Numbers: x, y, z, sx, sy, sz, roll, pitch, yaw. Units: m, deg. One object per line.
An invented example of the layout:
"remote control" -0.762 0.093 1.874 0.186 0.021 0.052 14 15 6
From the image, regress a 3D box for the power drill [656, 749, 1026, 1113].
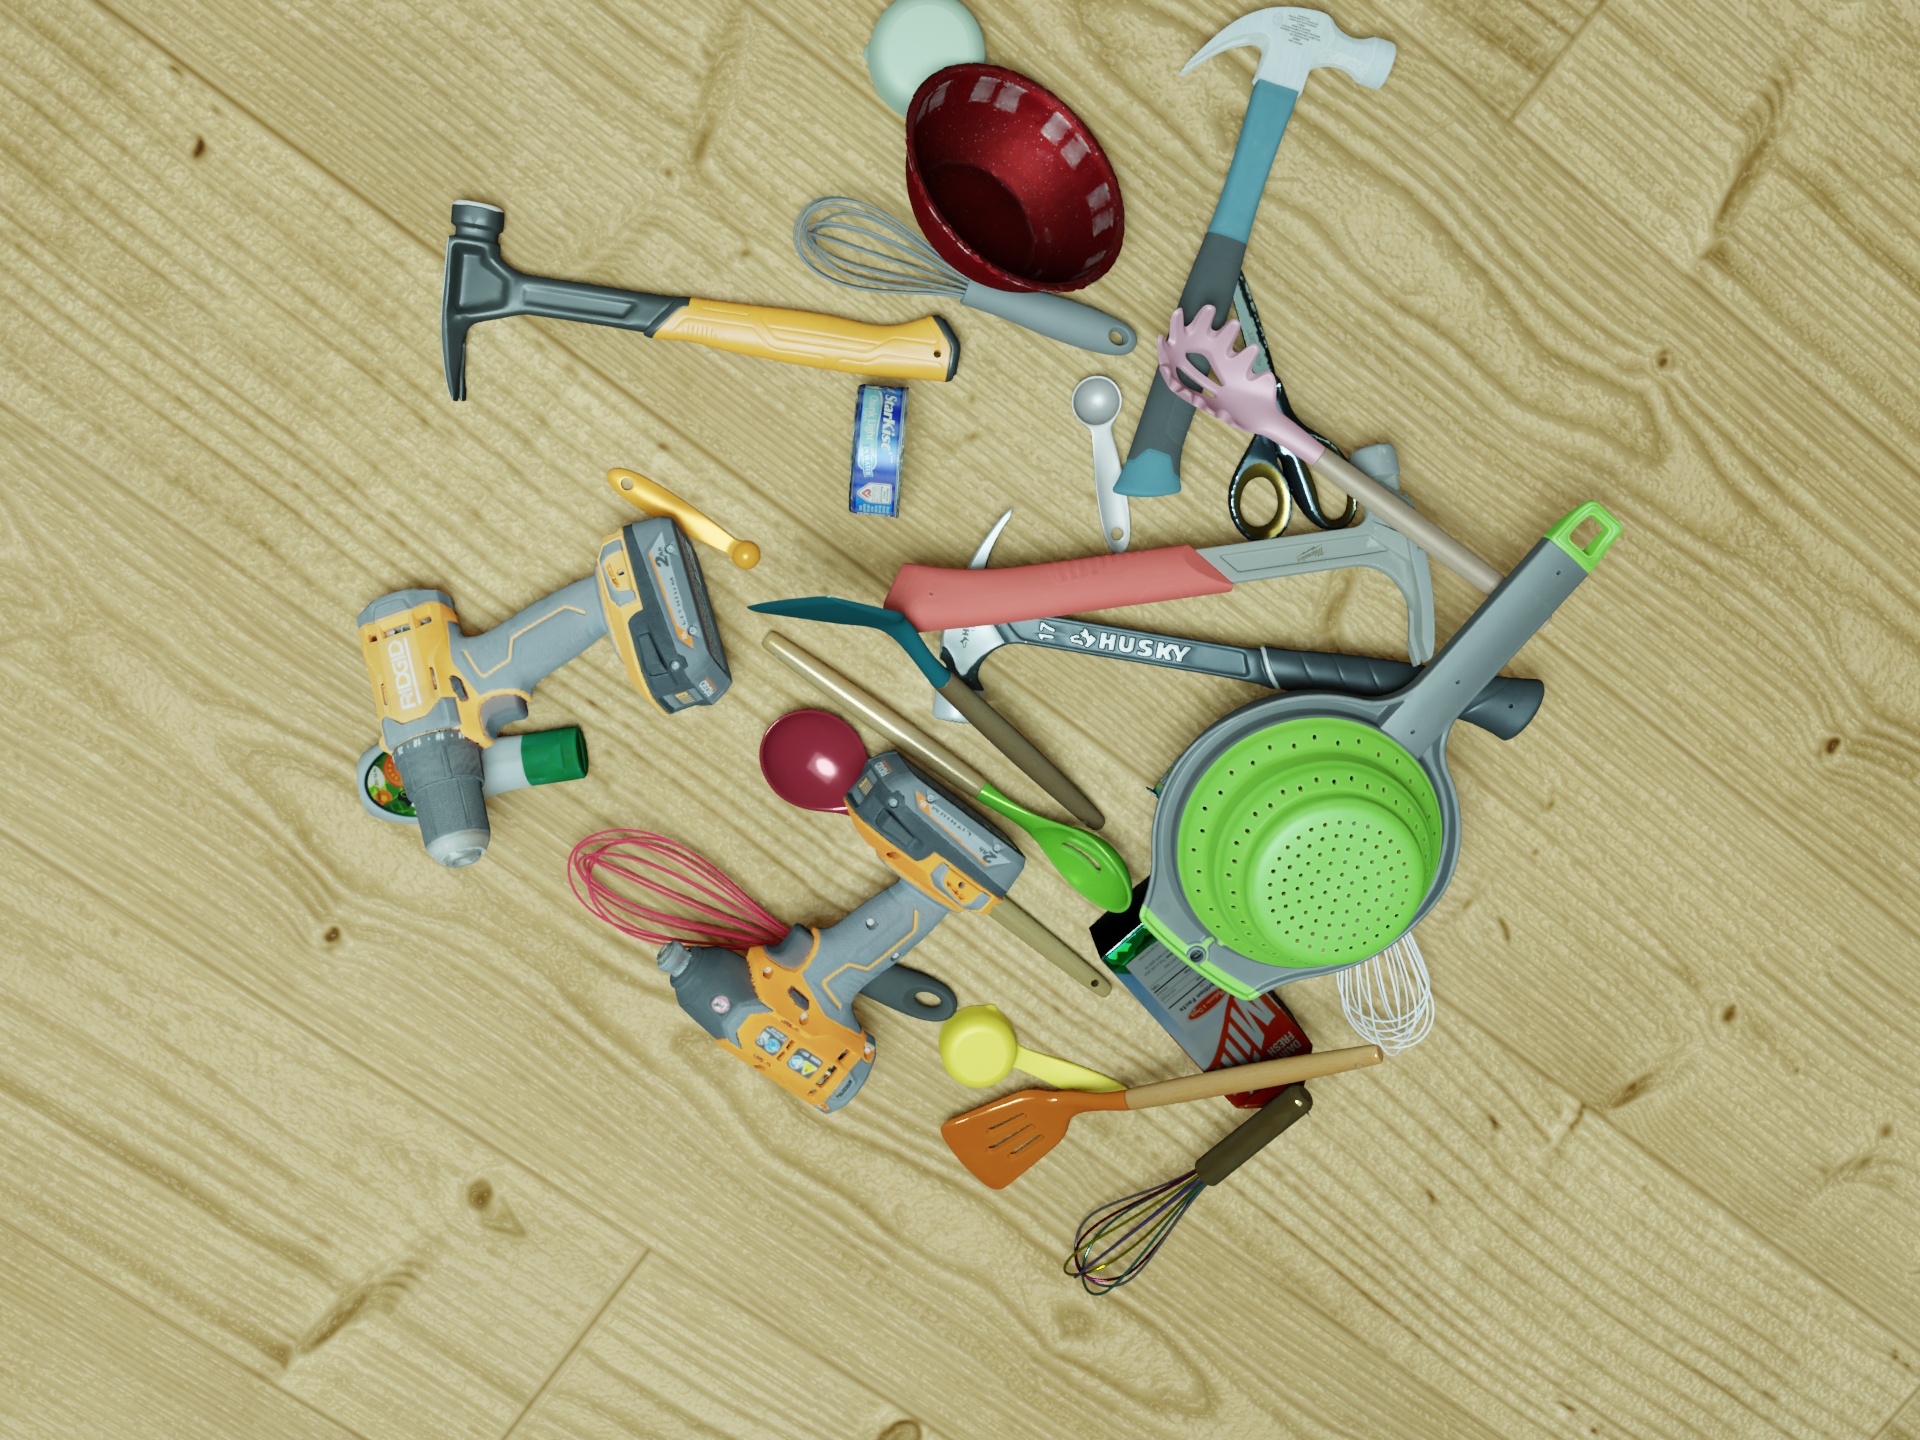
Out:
"power drill" -0.083 0.134 1.058 0.164 0.084 0.226 38 93 -21

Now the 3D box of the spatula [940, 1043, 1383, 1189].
"spatula" 0.138 0.267 1.104 0.322 0.041 0.081 -19 122 30

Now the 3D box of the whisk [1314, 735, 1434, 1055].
"whisk" 0.284 0.102 1.129 0.070 0.070 0.284 -13 97 -1

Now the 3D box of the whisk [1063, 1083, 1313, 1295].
"whisk" 0.158 0.335 1.132 0.047 0.051 0.245 35 117 -15

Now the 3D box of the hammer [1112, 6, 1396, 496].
"hammer" 0.172 -0.302 1.045 0.128 0.033 0.331 18 95 -5

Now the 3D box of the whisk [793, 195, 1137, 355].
"whisk" 0.006 -0.287 1.046 0.239 0.055 0.055 17 99 -11

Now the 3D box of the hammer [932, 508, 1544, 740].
"hammer" 0.191 -0.044 1.084 0.409 0.036 0.149 9 95 0

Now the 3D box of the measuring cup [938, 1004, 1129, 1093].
"measuring cup" 0.059 0.256 1.156 0.156 0.029 0.062 22 99 -6

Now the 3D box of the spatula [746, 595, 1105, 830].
"spatula" -0.002 -0.003 1.039 0.317 0.082 0.044 41 61 -35

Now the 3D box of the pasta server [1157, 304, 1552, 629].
"pasta server" 0.255 -0.156 1.023 0.316 0.040 0.060 35 79 -3

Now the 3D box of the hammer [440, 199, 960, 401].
"hammer" -0.169 -0.253 1.045 0.337 0.034 0.127 7 99 -5

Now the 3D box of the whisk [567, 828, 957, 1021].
"whisk" -0.134 0.150 1.114 0.295 0.073 0.073 24 98 -14

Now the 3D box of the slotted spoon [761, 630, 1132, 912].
"slotted spoon" -0.006 0.032 1.105 0.313 0.070 0.031 35 61 -4

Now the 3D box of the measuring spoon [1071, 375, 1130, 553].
"measuring spoon" 0.099 -0.174 1.088 0.034 0.018 0.124 -12 108 -3

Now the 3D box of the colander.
"colander" 0.281 0.028 1.001 0.204 0.094 0.397 38 101 -12

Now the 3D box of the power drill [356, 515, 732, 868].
"power drill" -0.268 -0.019 1.032 0.226 0.084 0.185 -18 73 1

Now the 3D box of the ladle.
"ladle" -0.012 0.100 1.125 0.315 0.031 0.069 39 94 -11

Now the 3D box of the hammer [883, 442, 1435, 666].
"hammer" 0.128 -0.086 1.043 0.359 0.036 0.149 -8 83 -5

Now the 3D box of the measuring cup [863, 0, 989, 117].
"measuring cup" -0.016 -0.471 1.010 0.083 0.038 0.167 6 102 -4

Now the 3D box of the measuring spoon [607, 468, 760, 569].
"measuring spoon" -0.188 -0.137 1.077 0.117 0.011 0.021 31 97 -8
